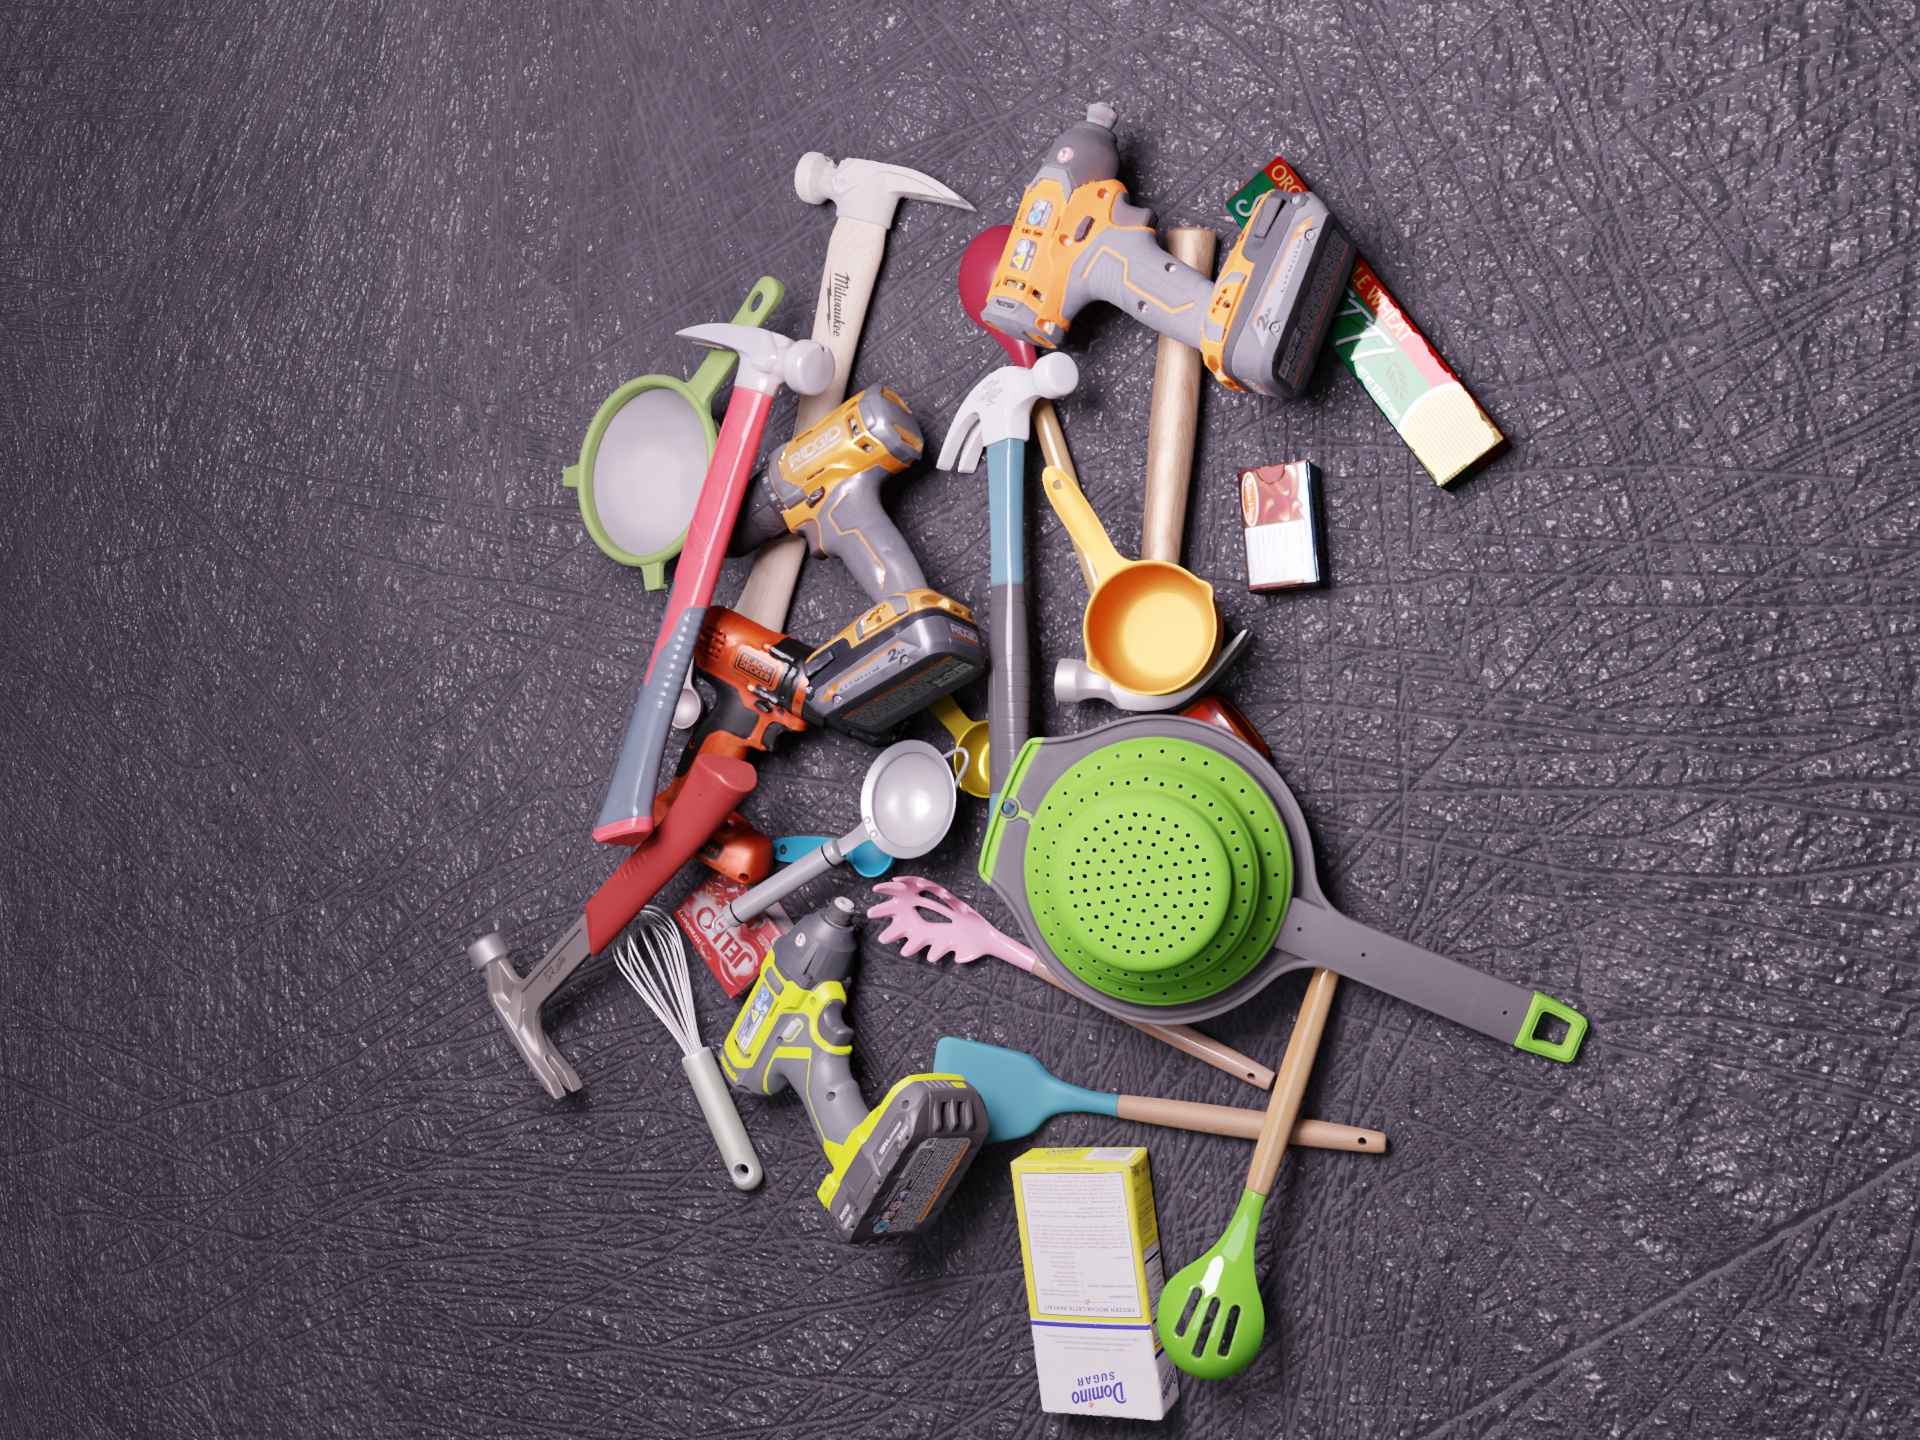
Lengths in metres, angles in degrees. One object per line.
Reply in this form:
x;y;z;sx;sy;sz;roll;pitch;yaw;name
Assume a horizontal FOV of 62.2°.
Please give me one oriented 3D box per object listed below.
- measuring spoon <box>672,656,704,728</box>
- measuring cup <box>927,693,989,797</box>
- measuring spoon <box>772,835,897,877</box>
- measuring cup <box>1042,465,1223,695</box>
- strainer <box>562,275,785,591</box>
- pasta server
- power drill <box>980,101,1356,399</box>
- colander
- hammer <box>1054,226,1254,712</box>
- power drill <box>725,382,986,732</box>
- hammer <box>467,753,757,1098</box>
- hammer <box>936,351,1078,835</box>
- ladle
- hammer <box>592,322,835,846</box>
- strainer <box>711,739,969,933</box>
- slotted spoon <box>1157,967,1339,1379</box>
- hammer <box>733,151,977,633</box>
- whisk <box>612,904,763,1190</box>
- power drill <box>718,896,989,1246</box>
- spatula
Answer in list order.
-0.220;-0.054;1.298;0.034;0.018;0.124;-3;82;28;measuring spoon
-0.002;-0.004;1.179;0.062;0.029;0.157;-48;60;14;measuring cup
-0.096;0.101;1.233;0.129;0.021;0.042;-3;78;37;measuring spoon
0.108;-0.094;1.055;0.095;0.052;0.174;-34;76;15;measuring cup
-0.200;-0.233;1.250;0.152;0.069;0.256;48;112;26;strainer
0.074;0.187;1.129;0.316;0.040;0.060;24;113;24;pasta server
0.134;-0.310;1.039;0.227;0.084;0.164;23;96;29;power drill
0.194;0.128;0.994;0.397;0.094;0.204;21;96;14;colander
0.145;-0.170;1.088;0.130;0.031;0.331;6;90;19;hammer
-0.091;-0.106;1.144;0.185;0.084;0.226;-29;66;24;power drill
-0.262;0.150;1.231;0.359;0.036;0.149;-44;75;33;hammer
0.034;-0.081;1.114;0.128;0.033;0.331;-6;84;54;hammer
0.061;-0.212;1.142;0.069;0.031;0.315;-21;82;28;ladle
-0.206;-0.098;1.159;0.143;0.038;0.386;20;93;37;hammer
-0.087;0.093;1.181;0.258;0.050;0.087;-32;64;18;strainer
0.200;0.283;1.042;0.070;0.031;0.314;18;88;18;slotted spoon
-0.105;-0.220;1.223;0.146;0.038;0.410;19;99;25;hammer
-0.216;0.261;1.277;0.058;0.059;0.246;-26;83;7;whisk
-0.082;0.251;1.158;0.223;0.080;0.171;46;114;42;power drill
0.131;0.273;1.096;0.317;0.044;0.082;1;86;27;spatula
